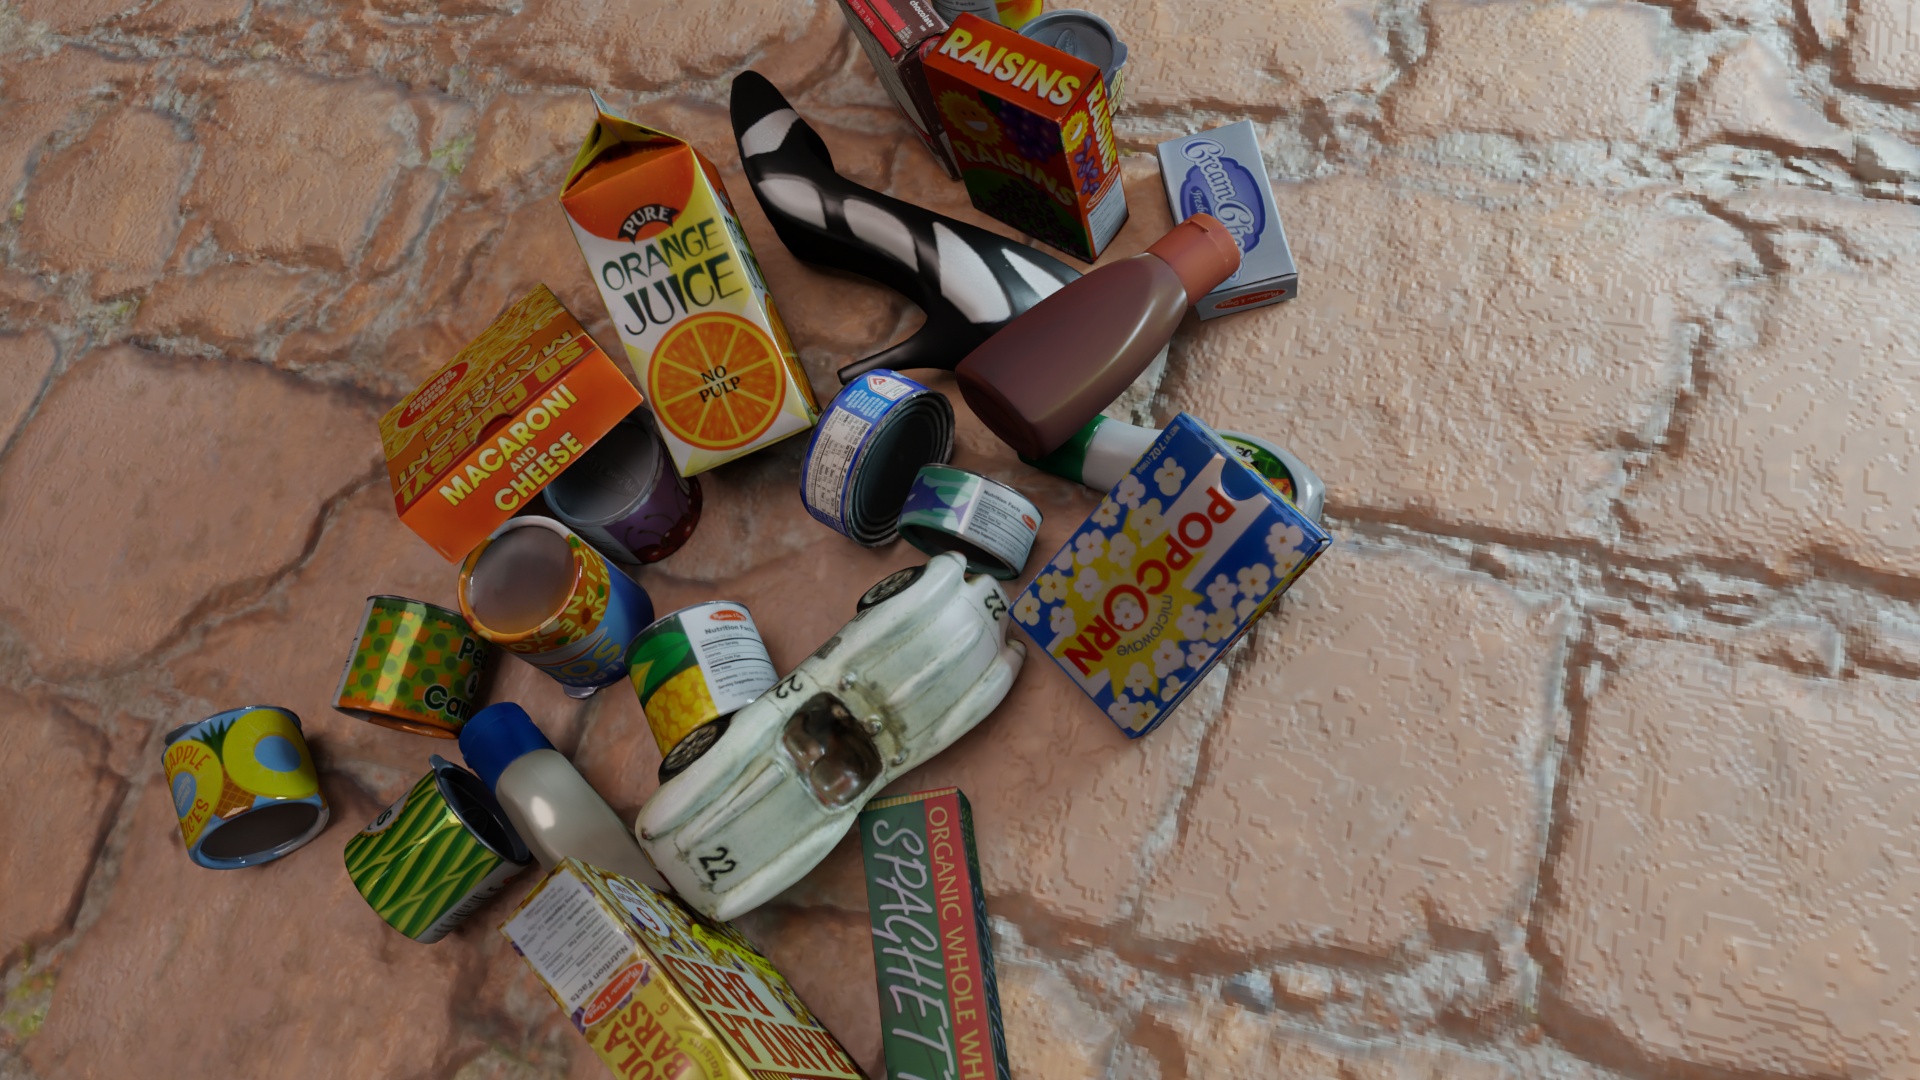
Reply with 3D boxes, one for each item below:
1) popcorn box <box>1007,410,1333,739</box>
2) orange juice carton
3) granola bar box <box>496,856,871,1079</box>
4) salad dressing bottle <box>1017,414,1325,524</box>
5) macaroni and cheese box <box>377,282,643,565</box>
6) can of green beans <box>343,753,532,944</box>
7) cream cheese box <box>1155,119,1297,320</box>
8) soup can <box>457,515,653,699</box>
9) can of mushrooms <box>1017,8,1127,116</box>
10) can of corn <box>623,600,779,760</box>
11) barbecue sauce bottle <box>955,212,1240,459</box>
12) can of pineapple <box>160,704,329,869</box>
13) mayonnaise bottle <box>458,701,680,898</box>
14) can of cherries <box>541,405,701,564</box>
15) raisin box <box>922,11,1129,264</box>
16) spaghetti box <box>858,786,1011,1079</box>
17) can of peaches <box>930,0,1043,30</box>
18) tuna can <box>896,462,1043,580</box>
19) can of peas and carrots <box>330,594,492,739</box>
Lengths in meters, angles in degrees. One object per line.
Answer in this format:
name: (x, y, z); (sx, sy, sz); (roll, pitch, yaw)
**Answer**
popcorn box: (0.094, 0.017, 0.632); (0.085, 0.038, 0.126); (46, 108, 19)
orange juice carton: (-0.142, -0.134, 0.713); (0.073, 0.072, 0.192); (-23, 96, 3)
granola bar box: (-0.099, 0.196, 0.562); (0.039, 0.165, 0.124); (-46, 66, -8)
salad dressing bottle: (0.099, -0.031, 0.676); (0.148, 0.044, 0.064); (21, 84, 22)
macaroni and cheese box: (-0.241, -0.068, 0.726); (0.124, 0.040, 0.167); (-42, 31, -5)
can of green beans: (-0.252, 0.151, 0.671); (0.058, 0.071, 0.071); (-41, 65, -5)
cream cheese box: (0.140, -0.171, 0.735); (0.053, 0.024, 0.104); (-13, 66, 8)
soup can: (-0.202, 0.035, 0.697); (0.071, 0.083, 0.071); (-5, 68, 11)
can of mushrooms: (0.061, -0.264, 0.787); (0.071, 0.033, 0.071); (-5, 66, 11)
can of corn: (-0.123, 0.073, 0.675); (0.071, 0.071, 0.058); (-29, 65, 1)
barbecue sauce bottle: (0.072, -0.104, 0.677); (0.149, 0.043, 0.065); (-39, 55, -14)
can of pineapple: (-0.364, 0.126, 0.706); (0.071, 0.071, 0.058); (-32, 65, -1)
mayonnaise bottle: (-0.188, 0.137, 0.666); (0.041, 0.064, 0.148); (-35, 59, -25)
can of cherries: (-0.175, -0.029, 0.732); (0.071, 0.058, 0.072); (-5, 67, 12)
raisin box: (0.037, -0.206, 0.719); (0.086, 0.123, 0.040); (32, 79, 23)
spaghetti box: (-0.004, 0.233, 0.599); (0.050, 0.028, 0.251); (-12, 66, 8)
can of peaches: (0.013, -0.332, 0.812); (0.071, 0.058, 0.071); (-5, 67, 12)
tuna can: (0.002, -0.009, 0.678); (0.071, 0.071, 0.033); (18, 75, 19)
can of peas and carrots: (-0.277, 0.066, 0.712); (0.071, 0.070, 0.059); (7, 71, 16)
